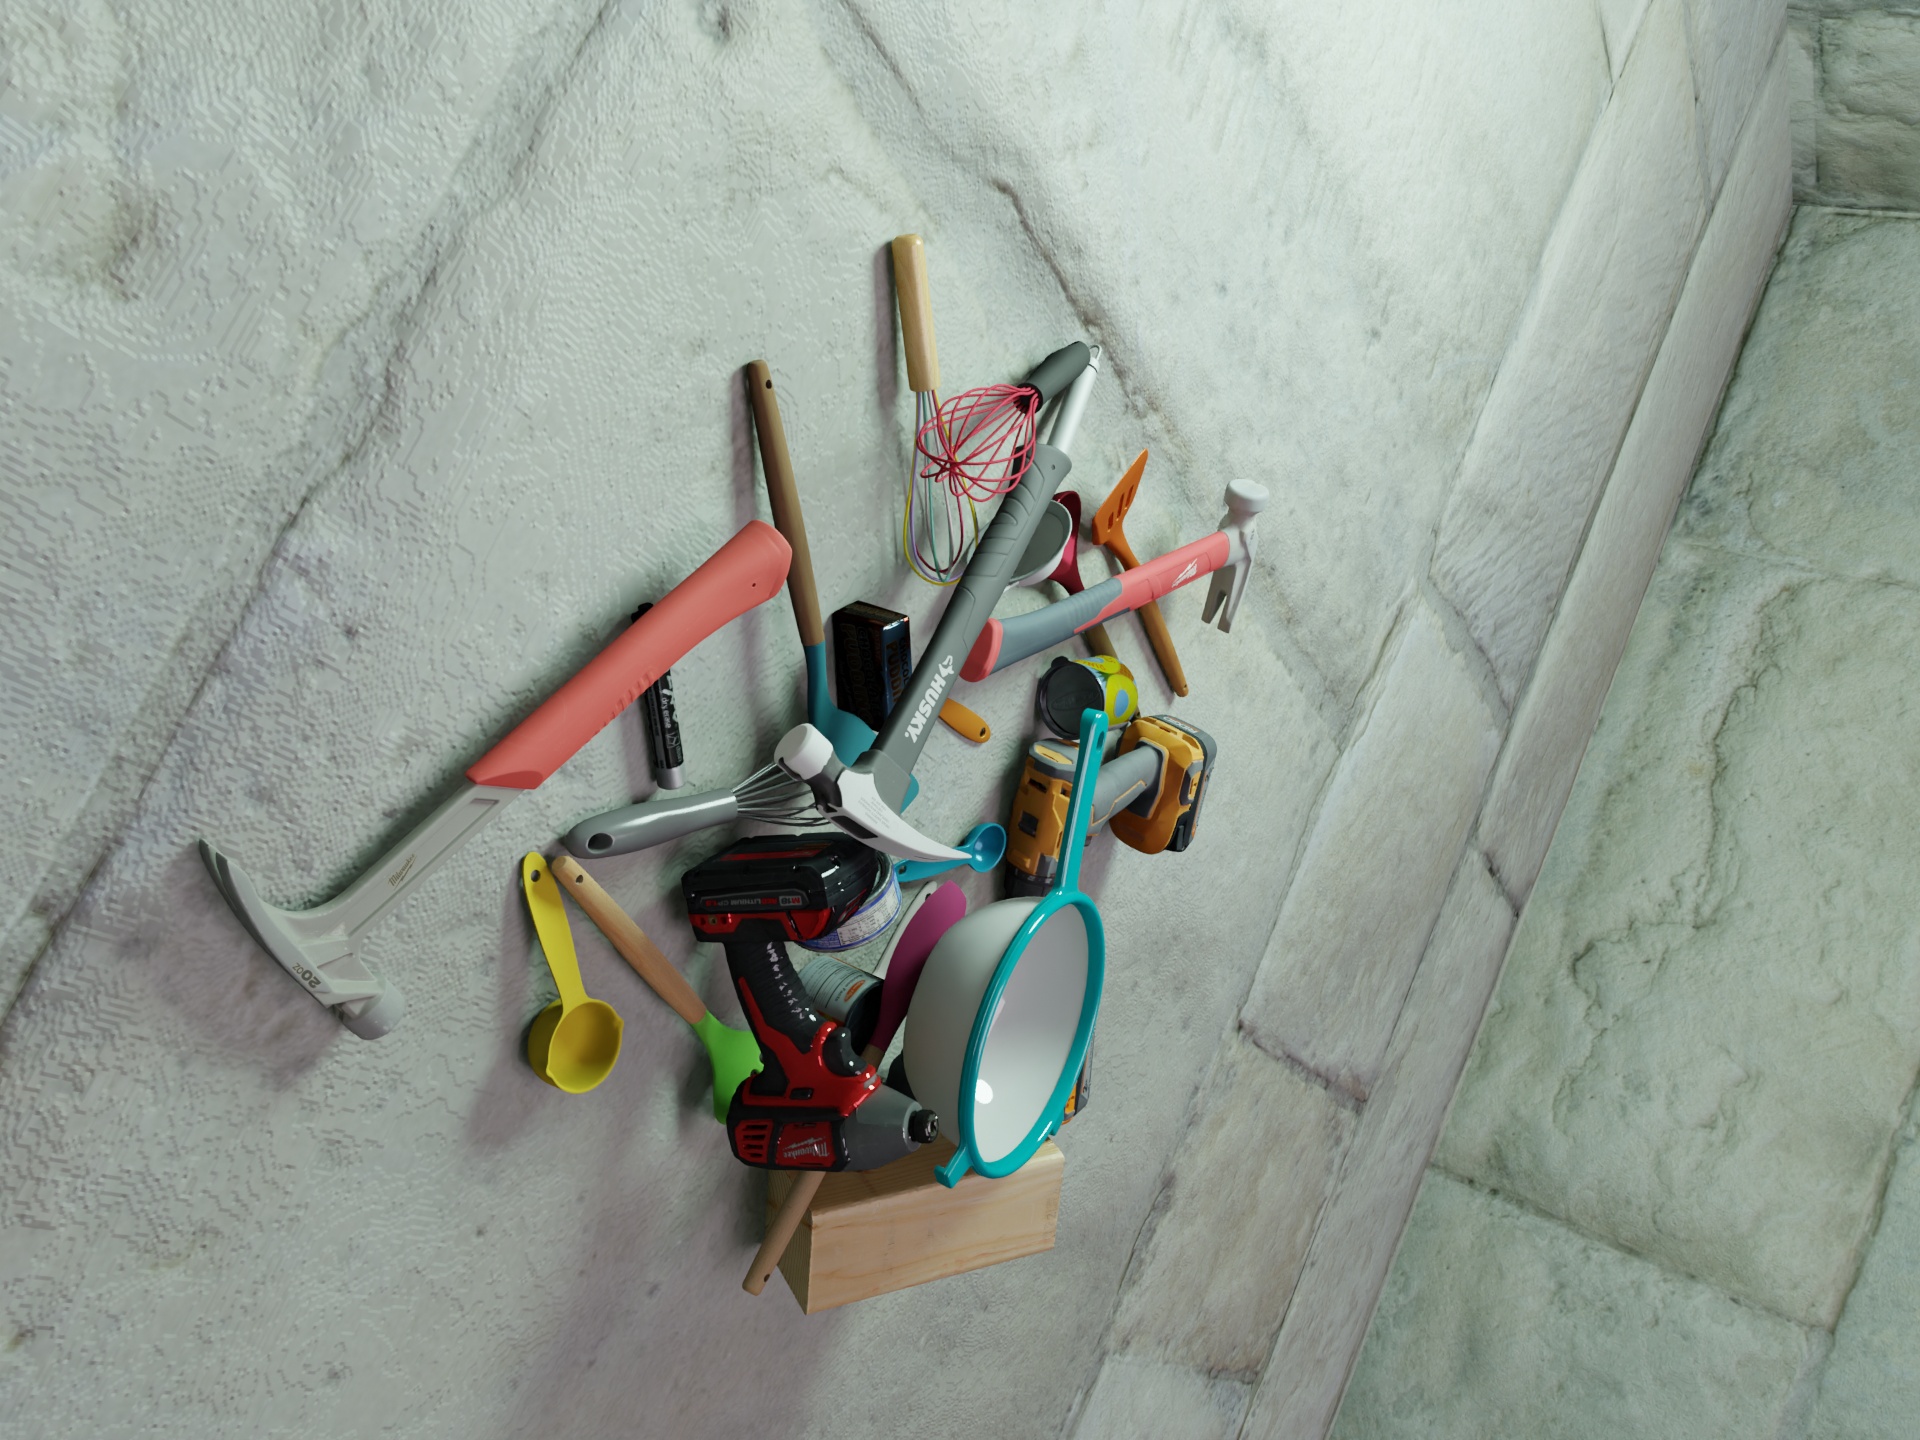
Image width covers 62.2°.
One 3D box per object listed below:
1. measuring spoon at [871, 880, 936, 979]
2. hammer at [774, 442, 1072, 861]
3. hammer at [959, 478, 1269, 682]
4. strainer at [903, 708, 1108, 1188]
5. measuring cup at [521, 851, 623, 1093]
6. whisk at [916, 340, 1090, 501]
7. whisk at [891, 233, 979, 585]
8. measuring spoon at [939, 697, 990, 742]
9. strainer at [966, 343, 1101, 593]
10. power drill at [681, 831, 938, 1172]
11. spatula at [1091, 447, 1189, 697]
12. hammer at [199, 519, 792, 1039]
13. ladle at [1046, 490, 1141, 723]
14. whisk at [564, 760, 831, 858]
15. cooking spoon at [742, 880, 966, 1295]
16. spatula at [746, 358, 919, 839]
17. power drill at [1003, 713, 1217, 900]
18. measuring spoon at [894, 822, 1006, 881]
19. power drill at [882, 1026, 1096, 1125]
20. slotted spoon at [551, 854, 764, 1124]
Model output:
[{"bbox_3d":[-0.046,0.180,1.246,0.124,0.018,0.034,-60,144,-20],"label":"measuring spoon"},{"bbox_3d":[0.003,-0.059,1.066,0.146,0.035,0.335,44,56,-28],"label":"hammer"},{"bbox_3d":[0.128,-0.089,1.307,0.386,0.038,0.143,-26,136,-43],"label":"hammer"},{"bbox_3d":[0.032,0.152,1.147,0.211,0.095,0.340,3,99,-63],"label":"strainer"},{"bbox_3d":[-0.244,0.149,0.948,0.062,0.029,0.156,-31,117,-48],"label":"measuring cup"},{"bbox_3d":[0.042,-0.219,1.107,0.296,0.073,0.073,-53,146,-56],"label":"whisk"},{"bbox_3d":[-0.025,-0.204,1.084,0.051,0.047,0.244,-46,135,-52],"label":"whisk"},{"bbox_3d":[-0.002,-0.004,1.231,0.116,0.011,0.021,34,76,-55],"label":"measuring spoon"},{"bbox_3d":[0.068,-0.184,1.202,0.050,0.087,0.259,45,56,-45],"label":"strainer"},{"bbox_3d":[-0.095,0.188,1.029,0.078,0.143,0.219,-32,115,-63],"label":"power drill"},{"bbox_3d":[0.167,-0.111,1.400,0.081,0.041,0.322,-53,144,-17],"label":"spatula"},{"bbox_3d":[-0.227,0.002,0.864,0.359,0.037,0.149,-47,139,-26],"label":"hammer"},{"bbox_3d":[0.111,-0.085,1.346,0.069,0.031,0.315,-54,144,-17],"label":"ladle"},{"bbox_3d":[-0.152,0.057,1.016,0.239,0.055,0.055,-12,115,-48],"label":"whisk"},{"bbox_3d":[-0.072,0.258,1.135,0.319,0.017,0.068,-61,145,-19],"label":"cooking spoon"},{"bbox_3d":[-0.089,-0.074,1.019,0.082,0.044,0.317,-41,129,-48],"label":"spatula"},{"bbox_3d":[0.121,0.094,1.396,0.226,0.084,0.185,-14,123,-48],"label":"power drill"},{"bbox_3d":[-0.015,0.107,1.265,0.128,0.021,0.042,-10,114,-43],"label":"measuring spoon"},{"bbox_3d":[0.019,0.303,1.342,0.226,0.084,0.164,-21,122,-45],"label":"power drill"},{"bbox_3d":[-0.184,0.180,1.034,0.070,0.031,0.313,-56,143,-26],"label":"slotted spoon"}]
